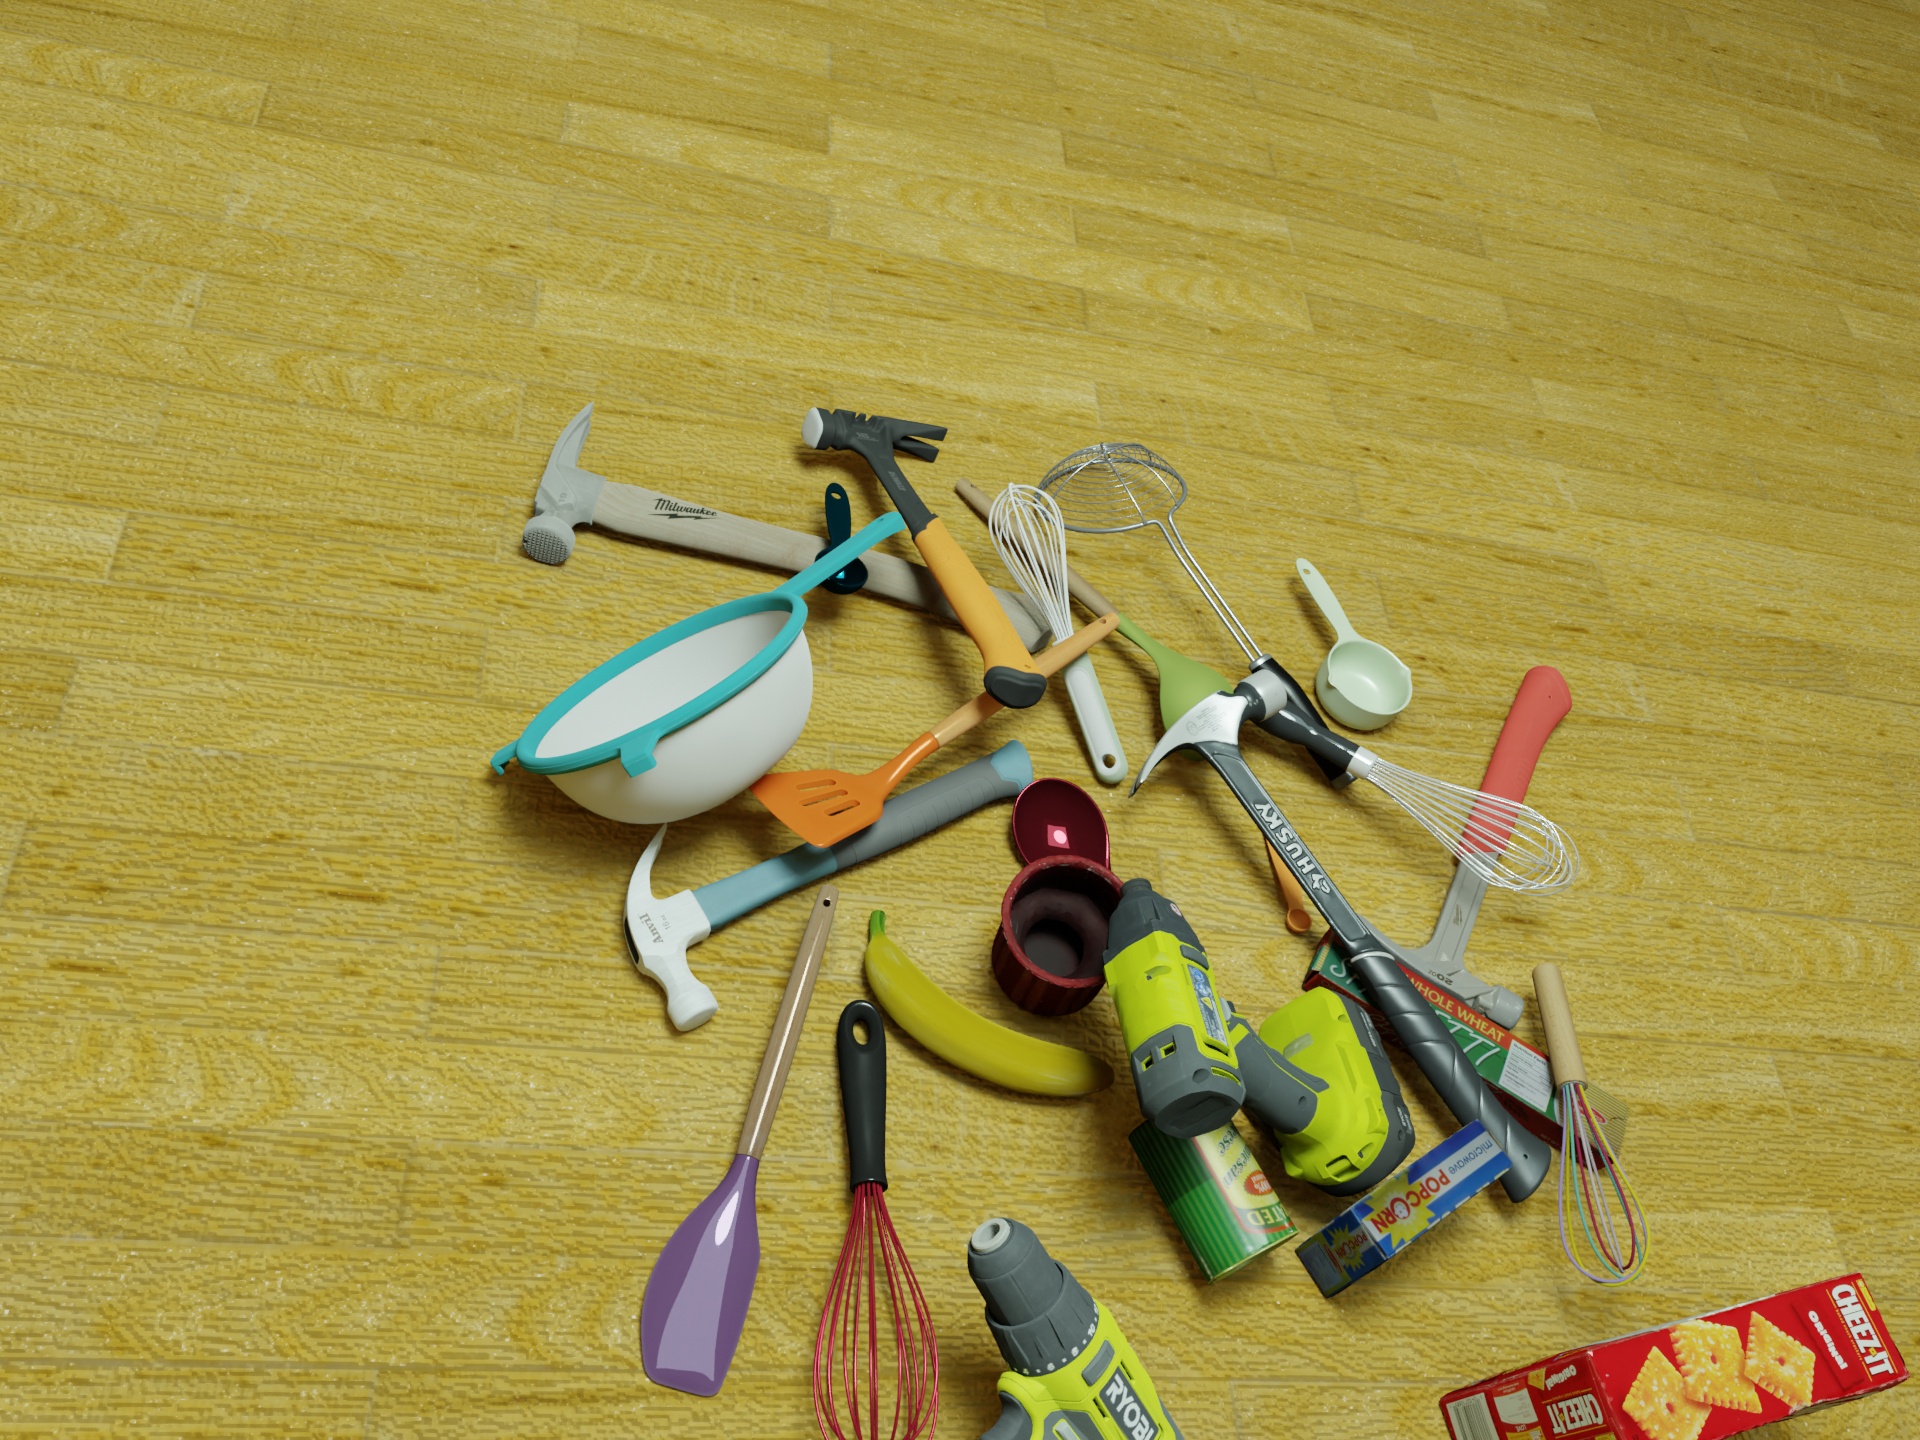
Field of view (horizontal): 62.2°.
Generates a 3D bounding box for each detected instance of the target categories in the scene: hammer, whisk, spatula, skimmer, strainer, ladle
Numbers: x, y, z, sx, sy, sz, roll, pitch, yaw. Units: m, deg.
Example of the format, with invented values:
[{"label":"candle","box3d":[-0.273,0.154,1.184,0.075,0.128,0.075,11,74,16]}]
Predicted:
[{"label":"hammer","box3d":[0.419,0.076,1.278,0.149,0.036,0.359,31,53,4]},{"label":"whisk","box3d":[0.337,0.050,1.220,0.285,0.070,0.070,30,51,17]},{"label":"hammer","box3d":[-0.011,-0.130,1.214,0.127,0.034,0.337,2,41,-33]},{"label":"spatula","box3d":[-0.002,-0.004,1.128,0.322,0.041,0.081,-34,54,-27]},{"label":"skimmer","box3d":[0.200,-0.086,1.321,0.127,0.090,0.363,-30,80,-27]},{"label":"strainer","box3d":[-0.138,-0.028,1.089,0.340,0.211,0.095,-40,114,-35]},{"label":"hammer","box3d":[-0.120,-0.136,1.241,0.410,0.038,0.146,15,51,-9]},{"label":"ladle","box3d":[0.138,0.173,1.118,0.069,0.031,0.316,-31,72,-15]},{"label":"hammer","box3d":[-0.080,0.088,1.098,0.331,0.033,0.128,-23,67,-31]},{"label":"ladle","box3d":[0.102,-0.088,1.287,0.320,0.062,0.078,44,38,22]},{"label":"whisk","box3d":[0.432,0.272,1.100,0.051,0.047,0.245,14,46,-10]},{"label":"whisk","box3d":[-0.054,0.297,0.948,0.073,0.073,0.296,7,48,-15]},{"label":"spatula","box3d":[-0.124,0.241,0.967,0.059,0.018,0.316,20,59,-6]},{"label":"whisk","box3d":[0.079,-0.068,1.220,0.058,0.059,0.246,-21,83,12]},{"label":"hammer","box3d":[0.277,0.156,1.131,0.149,0.036,0.409,-27,72,-22]}]

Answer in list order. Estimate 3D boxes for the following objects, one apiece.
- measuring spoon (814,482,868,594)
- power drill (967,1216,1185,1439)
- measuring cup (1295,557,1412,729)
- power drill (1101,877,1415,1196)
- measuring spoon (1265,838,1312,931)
[{"label":"measuring spoon","box3d":[-0.096,-0.138,1.222,0.042,0.021,0.129,13,41,-19]},{"label":"power drill","box3d":[0.010,0.399,0.840,0.228,0.080,0.190,-42,112,-34]},{"label":"measuring cup","box3d":[0.316,-0.063,1.341,0.083,0.038,0.168,-8,57,-24]},{"label":"power drill","box3d":[0.182,0.201,1.011,0.223,0.080,0.171,32,31,-34]},{"label":"measuring spoon","box3d":[0.245,0.111,1.211,0.021,0.011,0.117,4,52,-15]}]
